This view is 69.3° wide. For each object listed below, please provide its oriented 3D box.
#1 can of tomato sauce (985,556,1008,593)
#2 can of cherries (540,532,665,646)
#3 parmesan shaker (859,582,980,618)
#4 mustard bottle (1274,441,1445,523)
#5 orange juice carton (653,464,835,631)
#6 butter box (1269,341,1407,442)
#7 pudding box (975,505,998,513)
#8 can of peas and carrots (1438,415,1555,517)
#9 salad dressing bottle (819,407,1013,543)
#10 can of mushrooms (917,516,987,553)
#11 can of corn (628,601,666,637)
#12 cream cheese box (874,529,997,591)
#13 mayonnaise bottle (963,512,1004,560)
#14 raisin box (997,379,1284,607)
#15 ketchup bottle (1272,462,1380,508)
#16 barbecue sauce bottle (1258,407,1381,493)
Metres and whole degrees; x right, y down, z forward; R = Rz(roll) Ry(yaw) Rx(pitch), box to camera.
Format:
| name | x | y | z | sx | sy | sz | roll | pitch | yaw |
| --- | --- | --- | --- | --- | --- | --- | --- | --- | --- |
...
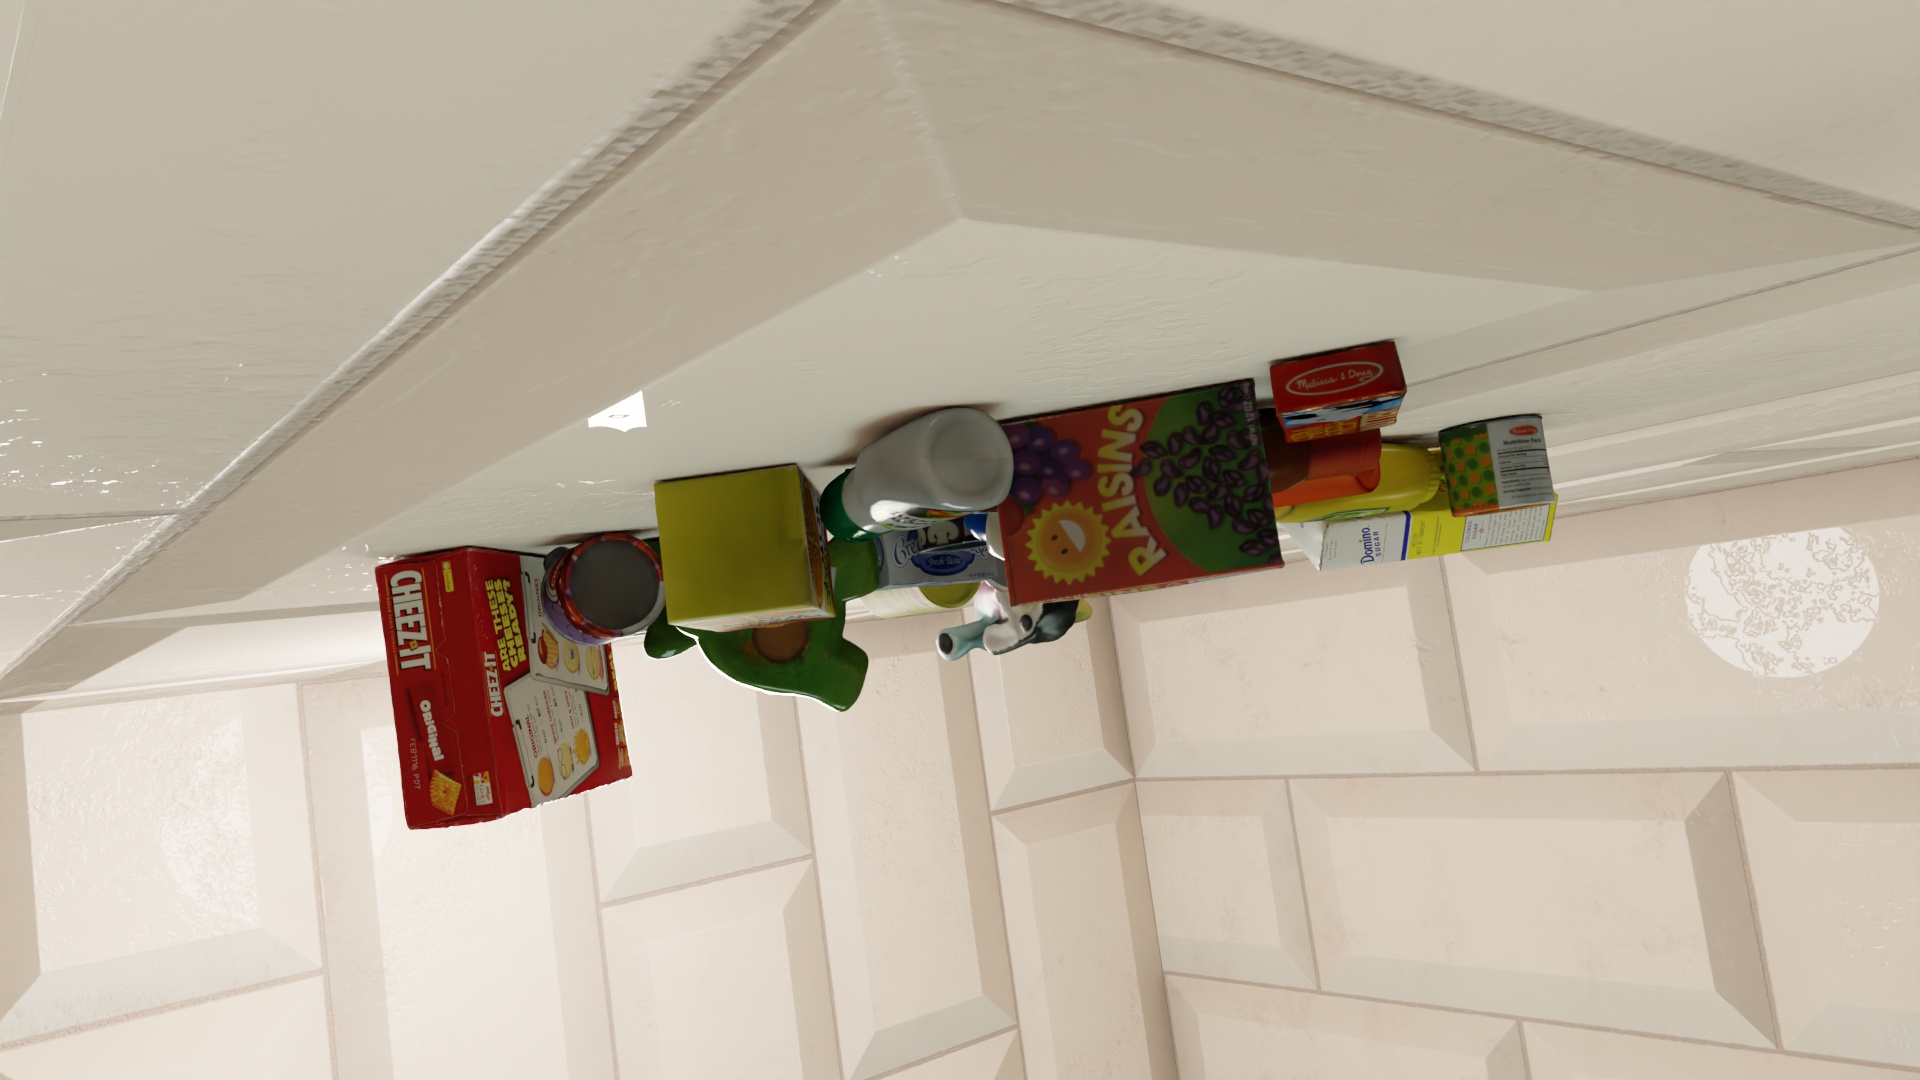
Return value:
| name | x | y | z | sx | sy | sz | roll | pitch | yaw |
| --- | --- | --- | --- | --- | --- | --- | --- | --- | --- |
| can of tomato sauce | 0.048 | 0.012 | 1.106 | 0.071 | 0.071 | 0.083 | -9 | 174 | 10 |
| can of cherries | -0.226 | 0.030 | 0.872 | 0.072 | 0.071 | 0.058 | -5 | 174 | -30 |
| parmesan shaker | -0.038 | 0.026 | 1.166 | 0.071 | 0.071 | 0.103 | -5 | 175 | -33 |
| mustard bottle | 0.272 | -0.041 | 0.934 | 0.160 | 0.049 | 0.065 | -6 | 178 | -23 |
| orange juice carton | -0.112 | 0.010 | 0.766 | 0.073 | 0.072 | 0.192 | -7 | 175 | -1 |
| butter box | 0.168 | -0.064 | 0.619 | 0.053 | 0.024 | 0.103 | -10 | 175 | 14 |
| pudding box | 0.051 | -0.034 | 0.756 | 0.084 | 0.030 | 0.049 | -5 | 176 | -35 |
| can of peas and carrots | 0.356 | -0.048 | 0.926 | 0.071 | 0.059 | 0.071 | -7 | 175 | -1 |
| salad dressing bottle | -0.026 | -0.025 | 0.644 | 0.064 | 0.044 | 0.147 | -3 | 174 | -24 |
| can of mushrooms | 0.003 | -0.012 | 0.937 | 0.071 | 0.033 | 0.071 | -7 | 175 | 0 |
| can of corn | -0.225 | 0.038 | 1.004 | 0.071 | 0.058 | 0.071 | -8 | 175 | -1 |
| cream cheese box | -0.022 | 0.005 | 0.978 | 0.104 | 0.053 | 0.024 | -3 | 171 | -43 |
| mayonnaise bottle | 0.048 | -0.003 | 0.818 | 0.065 | 0.041 | 0.148 | -1 | -168 | -24 |
| raisin box | 0.080 | -0.019 | 0.637 | 0.123 | 0.086 | 0.040 | -9 | 177 | 11 |
| ketchup bottle | 0.170 | -0.038 | 0.832 | 0.148 | 0.043 | 0.065 | -10 | 174 | 31 |
| barbecue sauce bottle | 0.134 | -0.042 | 0.698 | 0.149 | 0.043 | 0.065 | -8 | -166 | -4 |
